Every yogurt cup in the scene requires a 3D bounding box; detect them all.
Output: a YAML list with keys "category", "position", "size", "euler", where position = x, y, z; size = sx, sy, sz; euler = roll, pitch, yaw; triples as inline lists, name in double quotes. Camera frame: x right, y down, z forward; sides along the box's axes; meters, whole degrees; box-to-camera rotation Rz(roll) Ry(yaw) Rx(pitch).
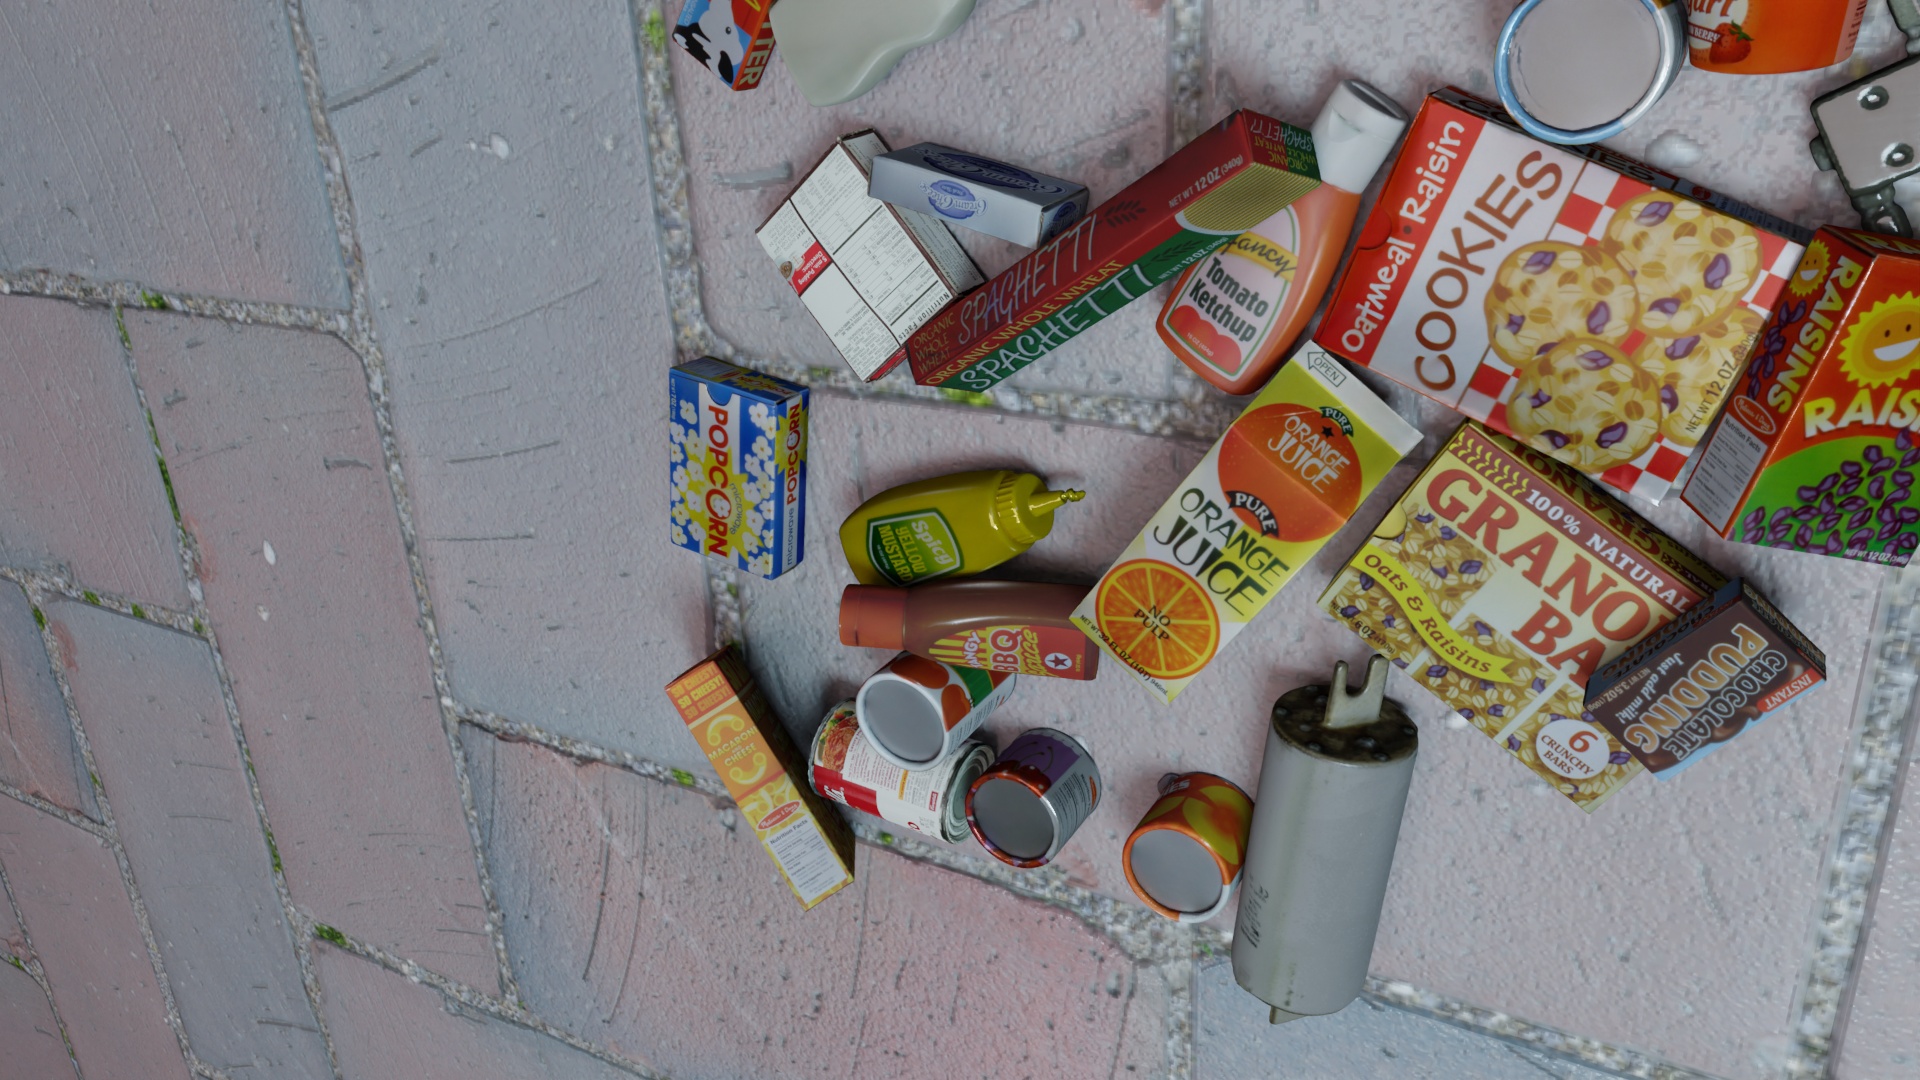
- category: "yogurt cup"
  position: [0.306, -0.207, 0.520]
  size: [0.072, 0.073, 0.053]
  euler: [8, 123, 29]

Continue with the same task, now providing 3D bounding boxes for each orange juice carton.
- category: "orange juice carton"
  position: [0.144, -0.010, 0.702]
  size: [0.072, 0.073, 0.191]
  euler: [42, 127, 8]

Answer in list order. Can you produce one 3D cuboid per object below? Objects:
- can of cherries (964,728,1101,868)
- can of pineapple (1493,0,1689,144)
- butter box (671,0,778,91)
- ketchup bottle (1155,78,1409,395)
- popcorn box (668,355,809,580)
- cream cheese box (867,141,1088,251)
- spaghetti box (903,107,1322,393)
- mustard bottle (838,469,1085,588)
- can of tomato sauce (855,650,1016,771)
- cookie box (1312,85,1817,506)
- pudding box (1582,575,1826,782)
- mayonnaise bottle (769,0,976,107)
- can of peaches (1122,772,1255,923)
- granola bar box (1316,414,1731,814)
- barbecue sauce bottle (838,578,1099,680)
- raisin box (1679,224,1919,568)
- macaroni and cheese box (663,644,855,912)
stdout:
- category: "can of cherries"
  position: [0.042, 0.158, 0.851]
  size: [0.071, 0.059, 0.071]
  euler: [13, 117, 27]
- category: "can of pineapple"
  position: [0.252, -0.197, 0.560]
  size: [0.071, 0.058, 0.070]
  euler: [14, 118, 27]
- category: "butter box"
  position: [-0.119, -0.307, 0.767]
  size: [0.053, 0.024, 0.103]
  euler: [42, 127, 11]
- category: "ketchup bottle"
  position: [0.153, -0.143, 0.656]
  size: [0.065, 0.044, 0.148]
  euler: [45, 127, 20]
- category: "popcorn box"
  position: [-0.143, -0.046, 0.891]
  size: [0.085, 0.038, 0.126]
  euler: [19, 120, 25]
- category: "cream cheese box"
  position: [0.009, -0.181, 0.724]
  size: [0.104, 0.053, 0.024]
  euler: [23, 124, 22]
- category: "spaghetti box"
  position: [0.064, -0.133, 0.686]
  size: [0.249, 0.050, 0.029]
  euler: [-26, 68, 47]
- category: "mustard bottle"
  position: [0.003, -0.010, 0.807]
  size: [0.160, 0.049, 0.065]
  euler: [-16, 105, 36]
- category: "can of tomato sauce"
  position: [-0.016, 0.091, 0.842]
  size: [0.071, 0.083, 0.071]
  euler: [13, 118, 27]
- category: "cookie box"
  position: [0.258, -0.108, 0.607]
  size: [0.167, 0.040, 0.122]
  euler: [30, 124, 18]
- category: "pudding box"
  position: [0.320, 0.061, 0.600]
  size: [0.050, 0.030, 0.083]
  euler: [46, 126, 6]
- category: "mayonnaise bottle"
  position: [-0.029, -0.280, 0.713]
  size: [0.148, 0.041, 0.064]
  euler: [-17, 103, 35]
- category: "can of peaches"
  position: [0.132, 0.176, 0.803]
  size: [0.071, 0.058, 0.071]
  euler: [13, 118, 27]
- category: "granola bar box"
  position: [0.274, 0.033, 0.661]
  size: [0.166, 0.039, 0.123]
  euler: [39, 126, 12]
- category: "barbecue sauce bottle"
  position: [0.006, 0.048, 0.798]
  size: [0.148, 0.044, 0.064]
  euler: [4, 141, 6]
- category: "raisin box"
  position: [0.357, -0.055, 0.547]
  size: [0.086, 0.040, 0.122]
  euler: [8, 120, -7]
- category: "macaroni and cheese box"
  position: [-0.129, 0.151, 0.922]
  size: [0.040, 0.123, 0.166]
  euler: [-32, 92, -4]
